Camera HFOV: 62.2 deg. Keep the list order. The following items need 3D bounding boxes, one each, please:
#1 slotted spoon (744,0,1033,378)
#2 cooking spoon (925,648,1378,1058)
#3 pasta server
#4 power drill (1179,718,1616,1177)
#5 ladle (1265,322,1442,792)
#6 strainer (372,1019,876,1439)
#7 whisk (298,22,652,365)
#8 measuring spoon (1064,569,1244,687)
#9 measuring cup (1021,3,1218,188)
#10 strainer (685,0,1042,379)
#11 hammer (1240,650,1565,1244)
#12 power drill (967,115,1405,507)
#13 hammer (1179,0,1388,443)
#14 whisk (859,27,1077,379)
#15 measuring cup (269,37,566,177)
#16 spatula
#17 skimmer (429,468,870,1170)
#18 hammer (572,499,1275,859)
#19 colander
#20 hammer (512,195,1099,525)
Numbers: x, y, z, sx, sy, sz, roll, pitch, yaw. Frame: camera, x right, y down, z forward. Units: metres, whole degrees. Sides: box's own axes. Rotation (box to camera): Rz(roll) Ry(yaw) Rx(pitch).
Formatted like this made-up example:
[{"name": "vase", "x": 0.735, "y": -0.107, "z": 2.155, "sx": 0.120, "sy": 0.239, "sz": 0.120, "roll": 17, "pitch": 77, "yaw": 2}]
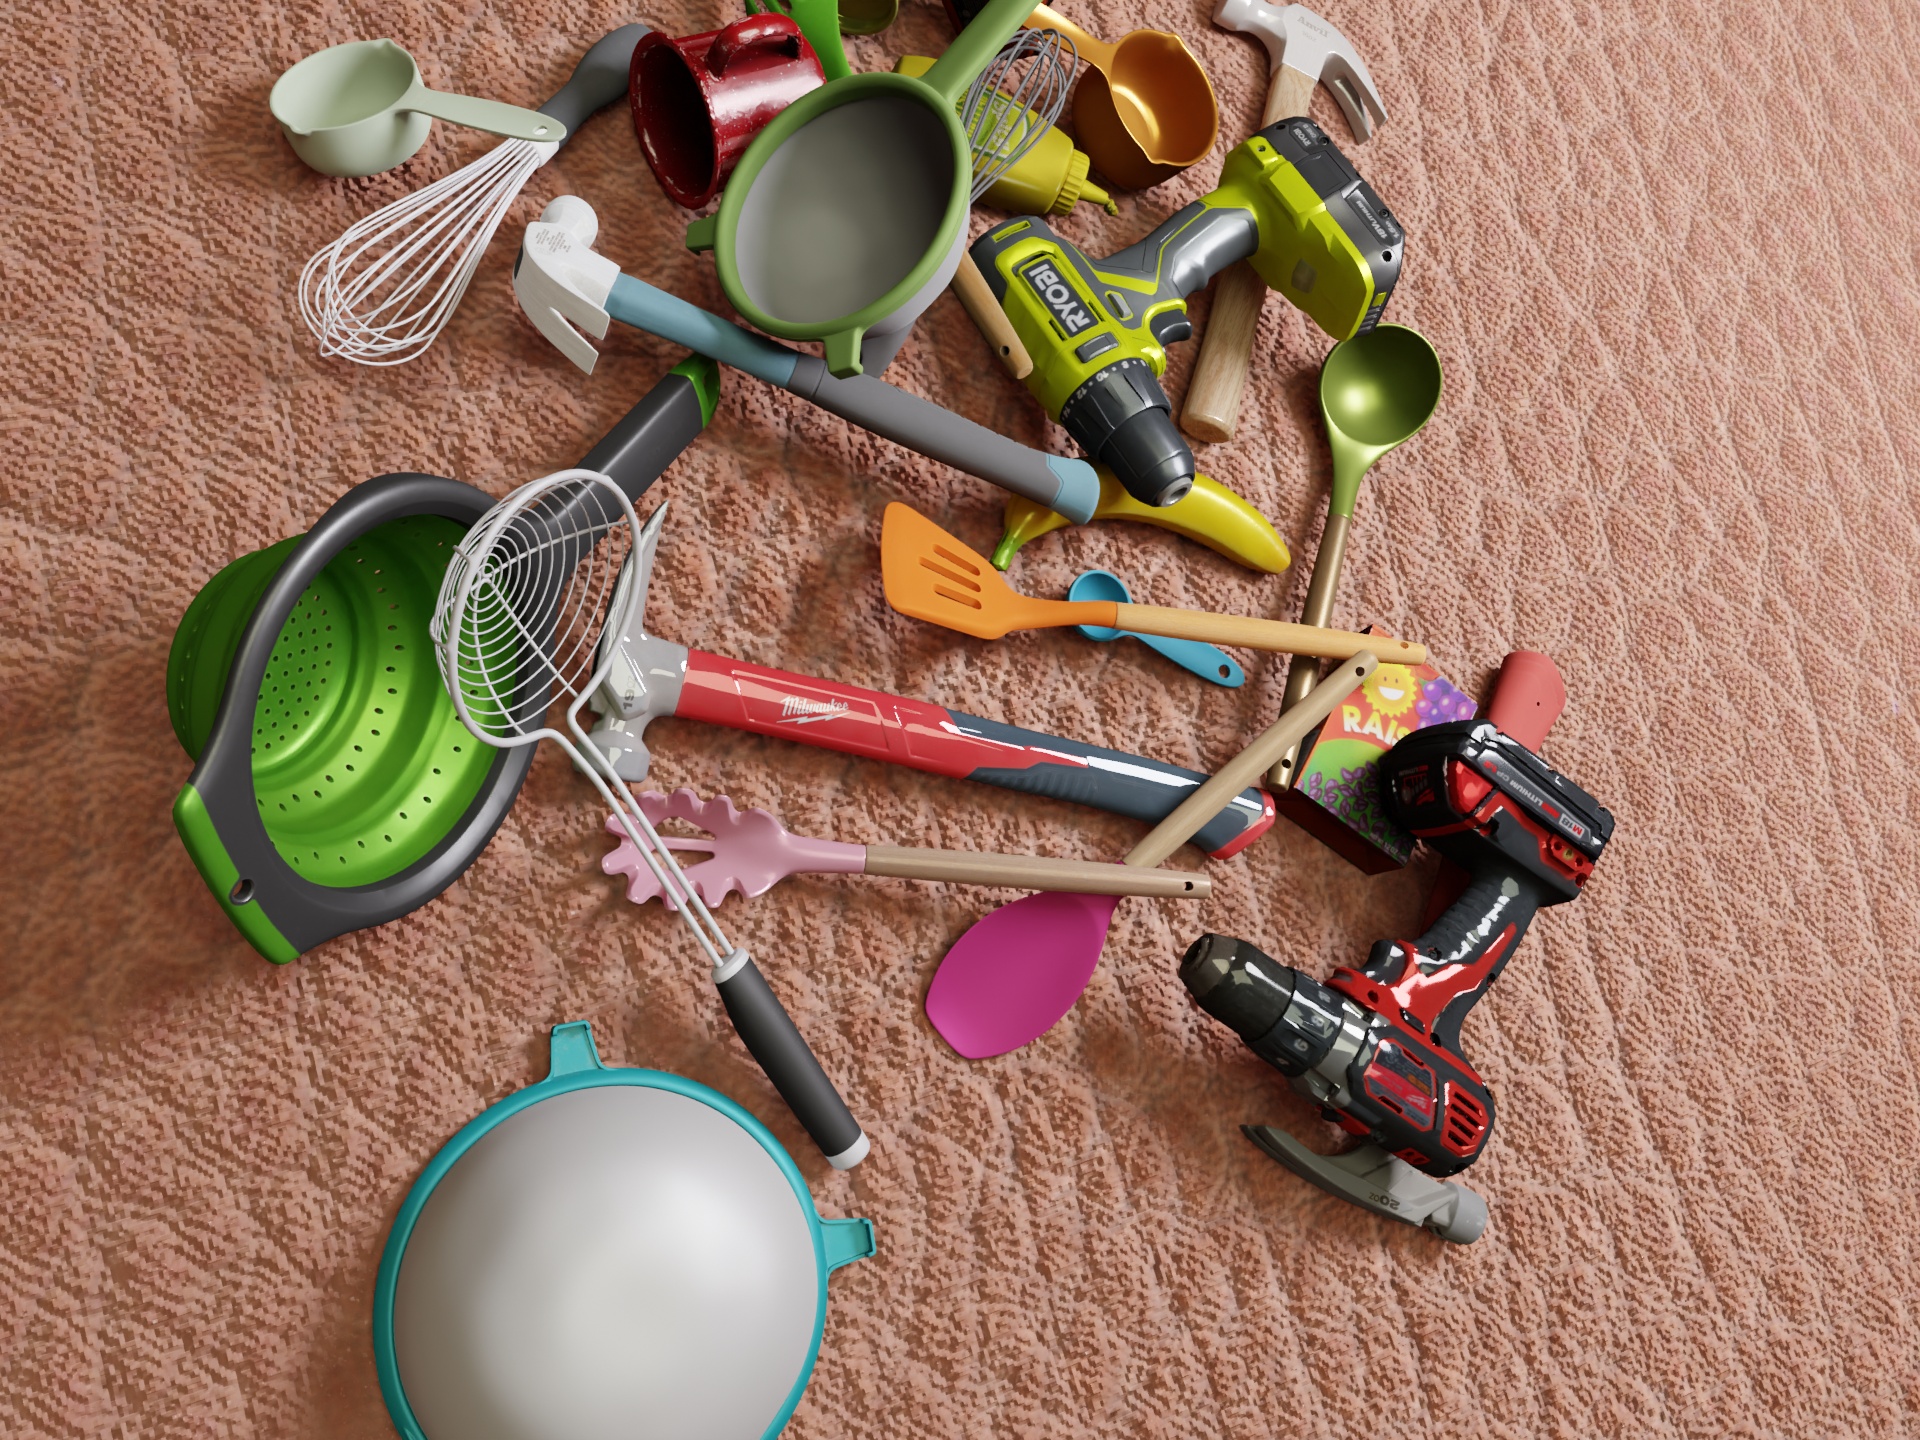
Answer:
[{"name": "slotted spoon", "x": -0.042, "y": -0.319, "z": 0.885, "sx": 0.031, "sy": 0.070, "sz": 0.314, "roll": -11, "pitch": 67, "yaw": -56}, {"name": "cooking spoon", "x": 0.111, "y": 0.066, "z": 0.866, "sx": 0.319, "sy": 0.017, "sz": 0.069, "roll": -40, "pitch": 93, "yaw": -9}, {"name": "pasta server", "x": -0.022, "y": 0.075, "z": 0.818, "sx": 0.316, "sy": 0.040, "sz": 0.060, "roll": 5, "pitch": 90, "yaw": -9}, {"name": "power drill", "x": 0.237, "y": 0.109, "z": 0.868, "sx": 0.188, "sy": 0.080, "sz": 0.227, "roll": 34, "pitch": 72, "yaw": -9}, {"name": "ladle", "x": 0.228, "y": -0.104, "z": 0.956, "sx": 0.078, "sy": 0.062, "sz": 0.320, "roll": 21, "pitch": 66, "yaw": -6}, {"name": "strainer", "x": -0.184, "y": 0.310, "z": 0.687, "sx": 0.211, "sy": 0.095, "sz": 0.340, "roll": 37, "pitch": 65, "yaw": -8}, {"name": "whisk", "x": -0.248, "y": -0.289, "z": 0.849, "sx": 0.070, "sy": 0.070, "sz": 0.285, "roll": 37, "pitch": 61, "yaw": -8}, {"name": "measuring spoon", "x": 0.113, "y": -0.048, "z": 0.938, "sx": 0.128, "sy": 0.021, "sz": 0.042, "roll": 25, "pitch": 72, "yaw": -22}, {"name": "measuring cup", "x": 0.077, "y": -0.392, "z": 0.977, "sx": 0.173, "sy": 0.052, "sz": 0.095, "roll": 20, "pitch": 71, "yaw": -27}, {"name": "strainer", "x": -0.016, "y": -0.296, "z": 0.832, "sx": 0.256, "sy": 0.069, "sz": 0.152, "roll": -48, "pitch": 60, "yaw": 5}, {"name": "hammer", "x": 0.286, "y": 0.113, "z": 0.945, "sx": 0.149, "sy": 0.036, "sz": 0.359, "roll": 28, "pitch": 69, "yaw": -11}, {"name": "power drill", "x": 0.140, "y": -0.240, "z": 0.929, "sx": 0.228, "sy": 0.080, "sz": 0.191, "roll": -29, "pitch": 72, "yaw": -12}, {"name": "hammer", "x": 0.196, "y": -0.326, "z": 1.031, "sx": 0.130, "sy": 0.031, "sz": 0.331, "roll": 21, "pitch": 70, "yaw": -14}, {"name": "whisk", "x": -0.004, "y": -0.291, "z": 0.907, "sx": 0.055, "sy": 0.055, "sz": 0.239, "roll": 29, "pitch": 90, "yaw": -11}, {"name": "measuring cup", "x": -0.271, "y": -0.302, "z": 0.814, "sx": 0.167, "sy": 0.038, "sz": 0.083, "roll": 16, "pitch": 59, "yaw": 14}, {"name": "spatula", "x": 0.111, "y": -0.061, "z": 0.888, "sx": 0.322, "sy": 0.041, "sz": 0.081, "roll": 7, "pitch": 50, "yaw": -10}, {"name": "skimmer", "x": -0.120, "y": 0.061, "z": 0.735, "sx": 0.363, "sy": 0.090, "sz": 0.127, "roll": 60, "pitch": 41, "yaw": -14}, {"name": "hammer", "x": -0.001, "y": -0.003, "z": 0.857, "sx": 0.386, "sy": 0.038, "sz": 0.143, "roll": 13, "pitch": 86, "yaw": -18}, {"name": "colander", "x": -0.248, "y": -0.071, "z": 0.766, "sx": 0.094, "sy": 0.204, "sz": 0.397, "roll": 15, "pitch": 49, "yaw": 20}, {"name": "hammer", "x": -0.077, "y": -0.182, "z": 0.850, "sx": 0.331, "sy": 0.033, "sz": 0.128, "roll": 21, "pitch": 34, "yaw": -13}]
